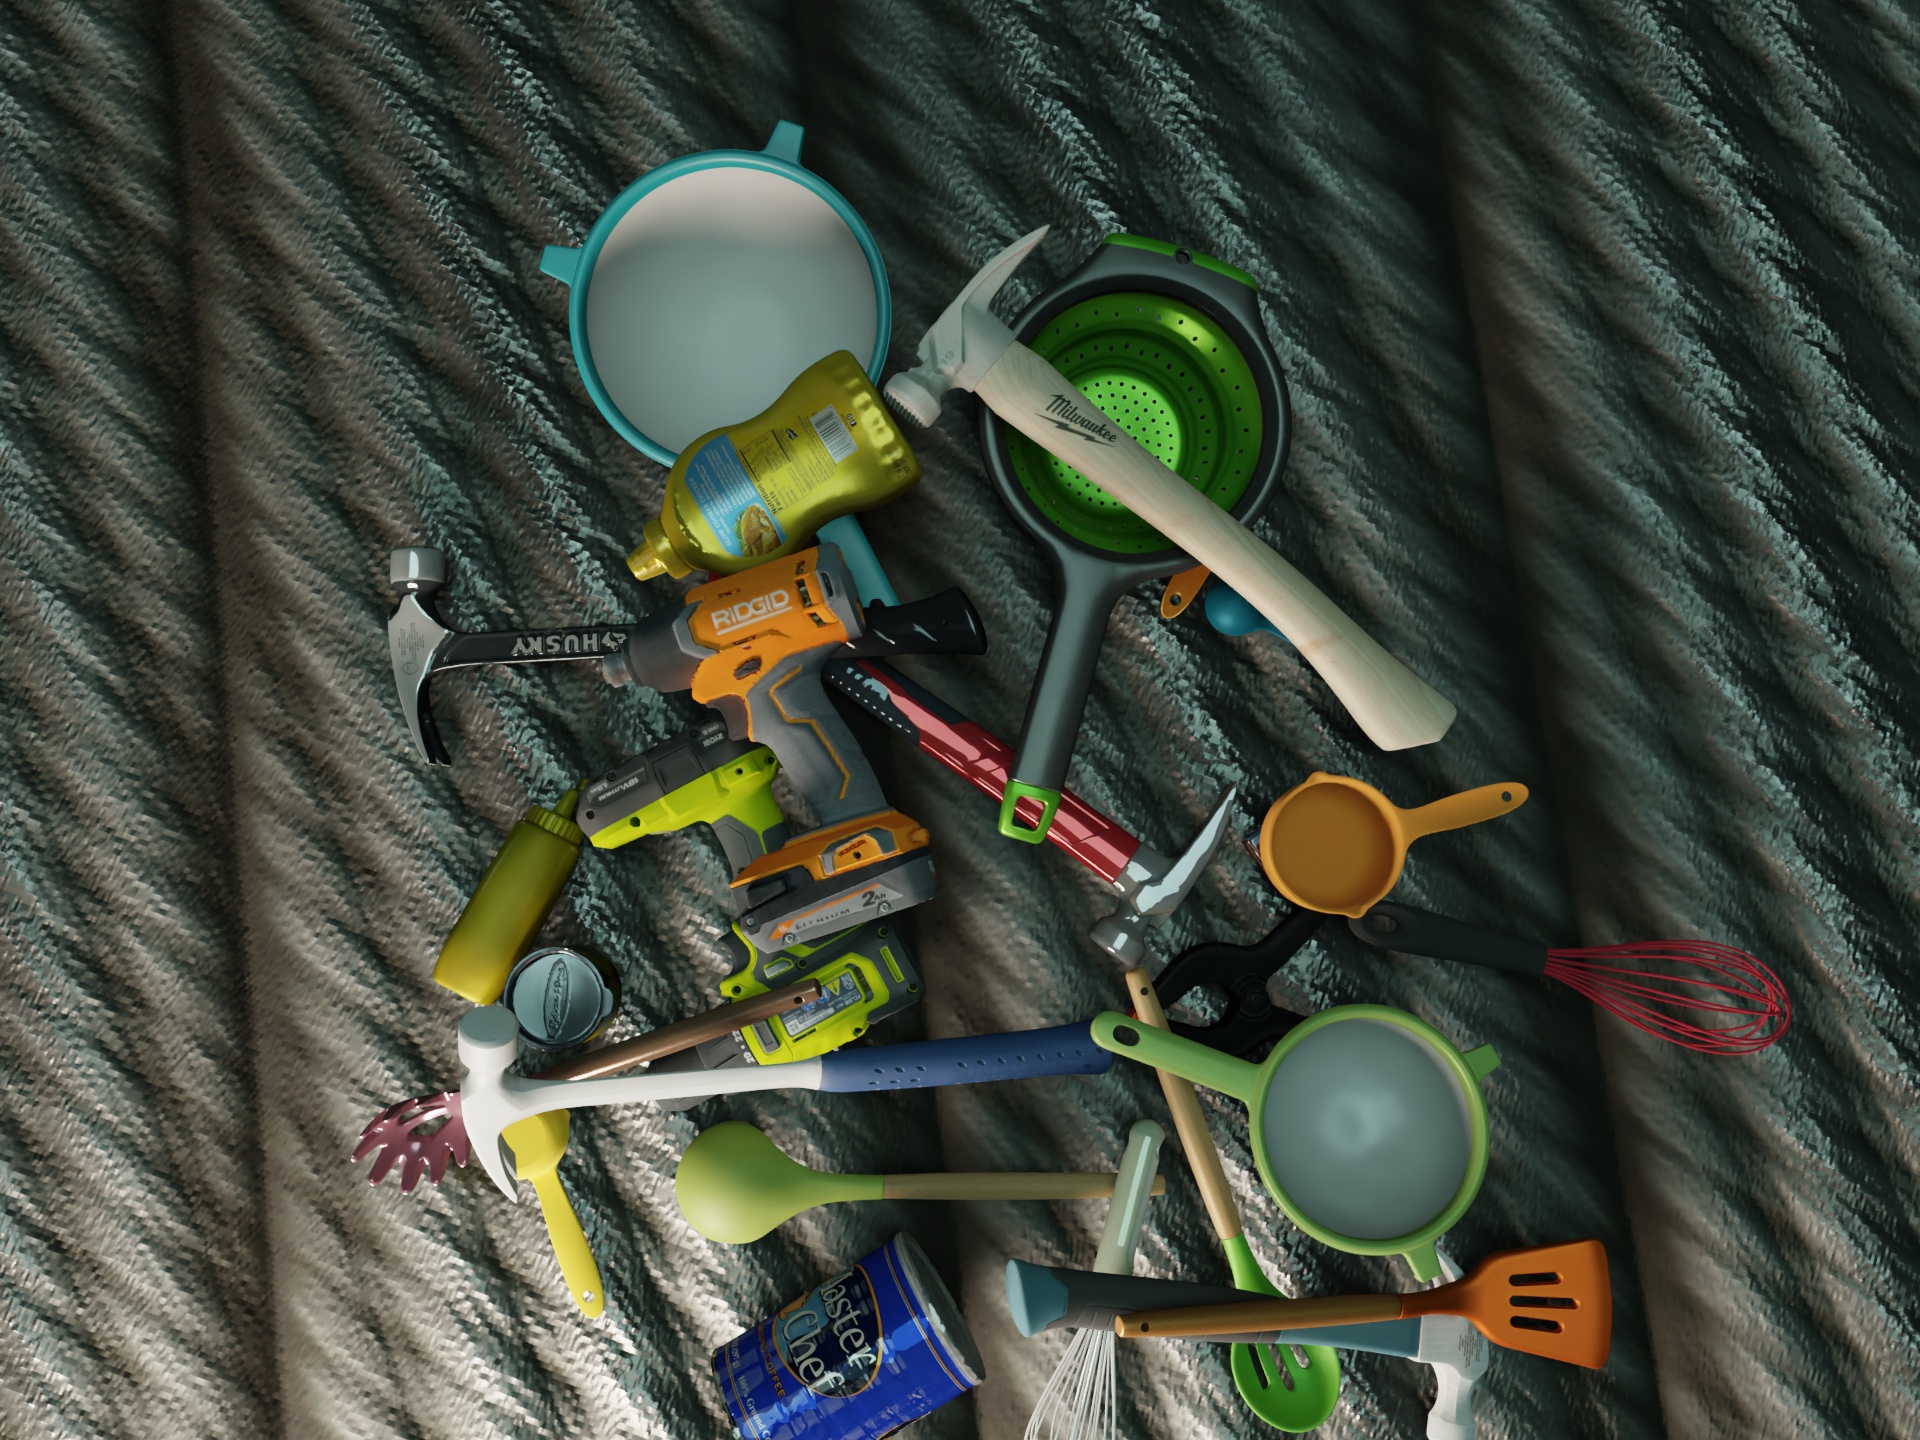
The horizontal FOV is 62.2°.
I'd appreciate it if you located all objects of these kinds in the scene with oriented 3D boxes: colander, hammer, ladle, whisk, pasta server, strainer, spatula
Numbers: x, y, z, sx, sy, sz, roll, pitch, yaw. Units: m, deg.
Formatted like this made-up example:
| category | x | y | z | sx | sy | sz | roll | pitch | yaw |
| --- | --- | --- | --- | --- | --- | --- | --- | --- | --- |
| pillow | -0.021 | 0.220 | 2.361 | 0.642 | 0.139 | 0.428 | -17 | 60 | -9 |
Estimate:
| category | x | y | z | sx | sy | sz | roll | pitch | yaw |
| --- | --- | --- | --- | --- | --- | --- | --- | --- | --- |
| colander | 0.088 | -0.115 | 1.062 | 0.204 | 0.094 | 0.397 | 16 | 88 | -5 |
| hammer | 0.184 | 0.374 | 0.992 | 0.331 | 0.033 | 0.128 | 12 | 80 | -16 |
| ladle | -0.025 | 0.303 | 1.044 | 0.320 | 0.062 | 0.078 | 2 | 86 | -7 |
| hammer | 0.154 | -0.131 | 1.003 | 0.410 | 0.038 | 0.146 | 39 | 85 | -4 |
| whisk | 0.399 | 0.160 | 1.042 | 0.296 | 0.073 | 0.073 | 13 | 83 | 0 |
| pasta server | -0.234 | 0.223 | 1.000 | 0.316 | 0.040 | 0.060 | -20 | 117 | 8 |
| strainer | -0.119 | -0.209 | 1.077 | 0.211 | 0.095 | 0.340 | -27 | 94 | 4 |
| strainer | 0.201 | 0.239 | 1.010 | 0.256 | 0.069 | 0.151 | 20 | 76 | 3 |
| whisk | 0.092 | 0.377 | 1.018 | 0.059 | 0.057 | 0.246 | 13 | 85 | 20 |
| hammer | -0.002 | -0.003 | 1.075 | 0.386 | 0.038 | 0.143 | 35 | 83 | 3 |
| hammer | -0.185 | -0.049 | 1.044 | 0.409 | 0.036 | 0.149 | -2 | 86 | 11 |
| hammer | -0.101 | 0.224 | 0.995 | 0.405 | 0.035 | 0.144 | -1 | 127 | -17 |
| spatula | 0.250 | 0.363 | 0.976 | 0.322 | 0.041 | 0.081 | 2 | 85 | -16 |

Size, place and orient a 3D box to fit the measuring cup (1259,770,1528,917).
| category | x | y | z | sx | sy | sz | roll | pitch | yaw |
| --- | --- | --- | --- | --- | --- | --- | --- | --- | --- |
| measuring cup | 0.278 | 0.070 | 1.032 | 0.173 | 0.052 | 0.095 | -15 | 85 | -4 |

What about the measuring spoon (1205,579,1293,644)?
| category | x | y | z | sx | sy | sz | roll | pitch | yaw |
| --- | --- | --- | --- | --- | --- | --- | --- | --- | --- |
| measuring spoon | 0.230 | -0.064 | 1.092 | 0.128 | 0.021 | 0.042 | 23 | 84 | 3 |

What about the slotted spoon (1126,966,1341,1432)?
| category | x | y | z | sx | sy | sz | roll | pitch | yaw |
| --- | --- | --- | --- | --- | --- | --- | --- | --- | --- |
| slotted spoon | 0.168 | 0.307 | 1.027 | 0.070 | 0.031 | 0.314 | -21 | 91 | -12 |

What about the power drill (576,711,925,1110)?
| category | x | y | z | sx | sy | sz | roll | pitch | yaw |
| --- | --- | --- | --- | --- | --- | --- | --- | --- | --- |
| power drill | -0.155 | 0.126 | 1.040 | 0.190 | 0.080 | 0.228 | -28 | 87 | -1 |

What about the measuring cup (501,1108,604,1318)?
| category | x | y | z | sx | sy | sz | roll | pitch | yaw |
| --- | --- | --- | --- | --- | --- | --- | --- | --- | --- |
| measuring cup | -0.268 | 0.317 | 1.037 | 0.062 | 0.029 | 0.156 | -24 | 82 | -3 |

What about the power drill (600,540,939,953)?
| category | x | y | z | sx | sy | sz | roll | pitch | yaw |
| --- | --- | --- | --- | --- | --- | --- | --- | --- | --- |
| power drill | -0.116 | 0.021 | 0.969 | 0.164 | 0.084 | 0.226 | -18 | 86 | 1 |

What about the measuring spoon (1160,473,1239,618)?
| category | x | y | z | sx | sy | sz | roll | pitch | yaw |
| --- | --- | --- | --- | --- | --- | --- | --- | --- | --- |
| measuring spoon | 0.172 | -0.121 | 1.107 | 0.021 | 0.011 | 0.117 | 31 | 87 | 3 |
